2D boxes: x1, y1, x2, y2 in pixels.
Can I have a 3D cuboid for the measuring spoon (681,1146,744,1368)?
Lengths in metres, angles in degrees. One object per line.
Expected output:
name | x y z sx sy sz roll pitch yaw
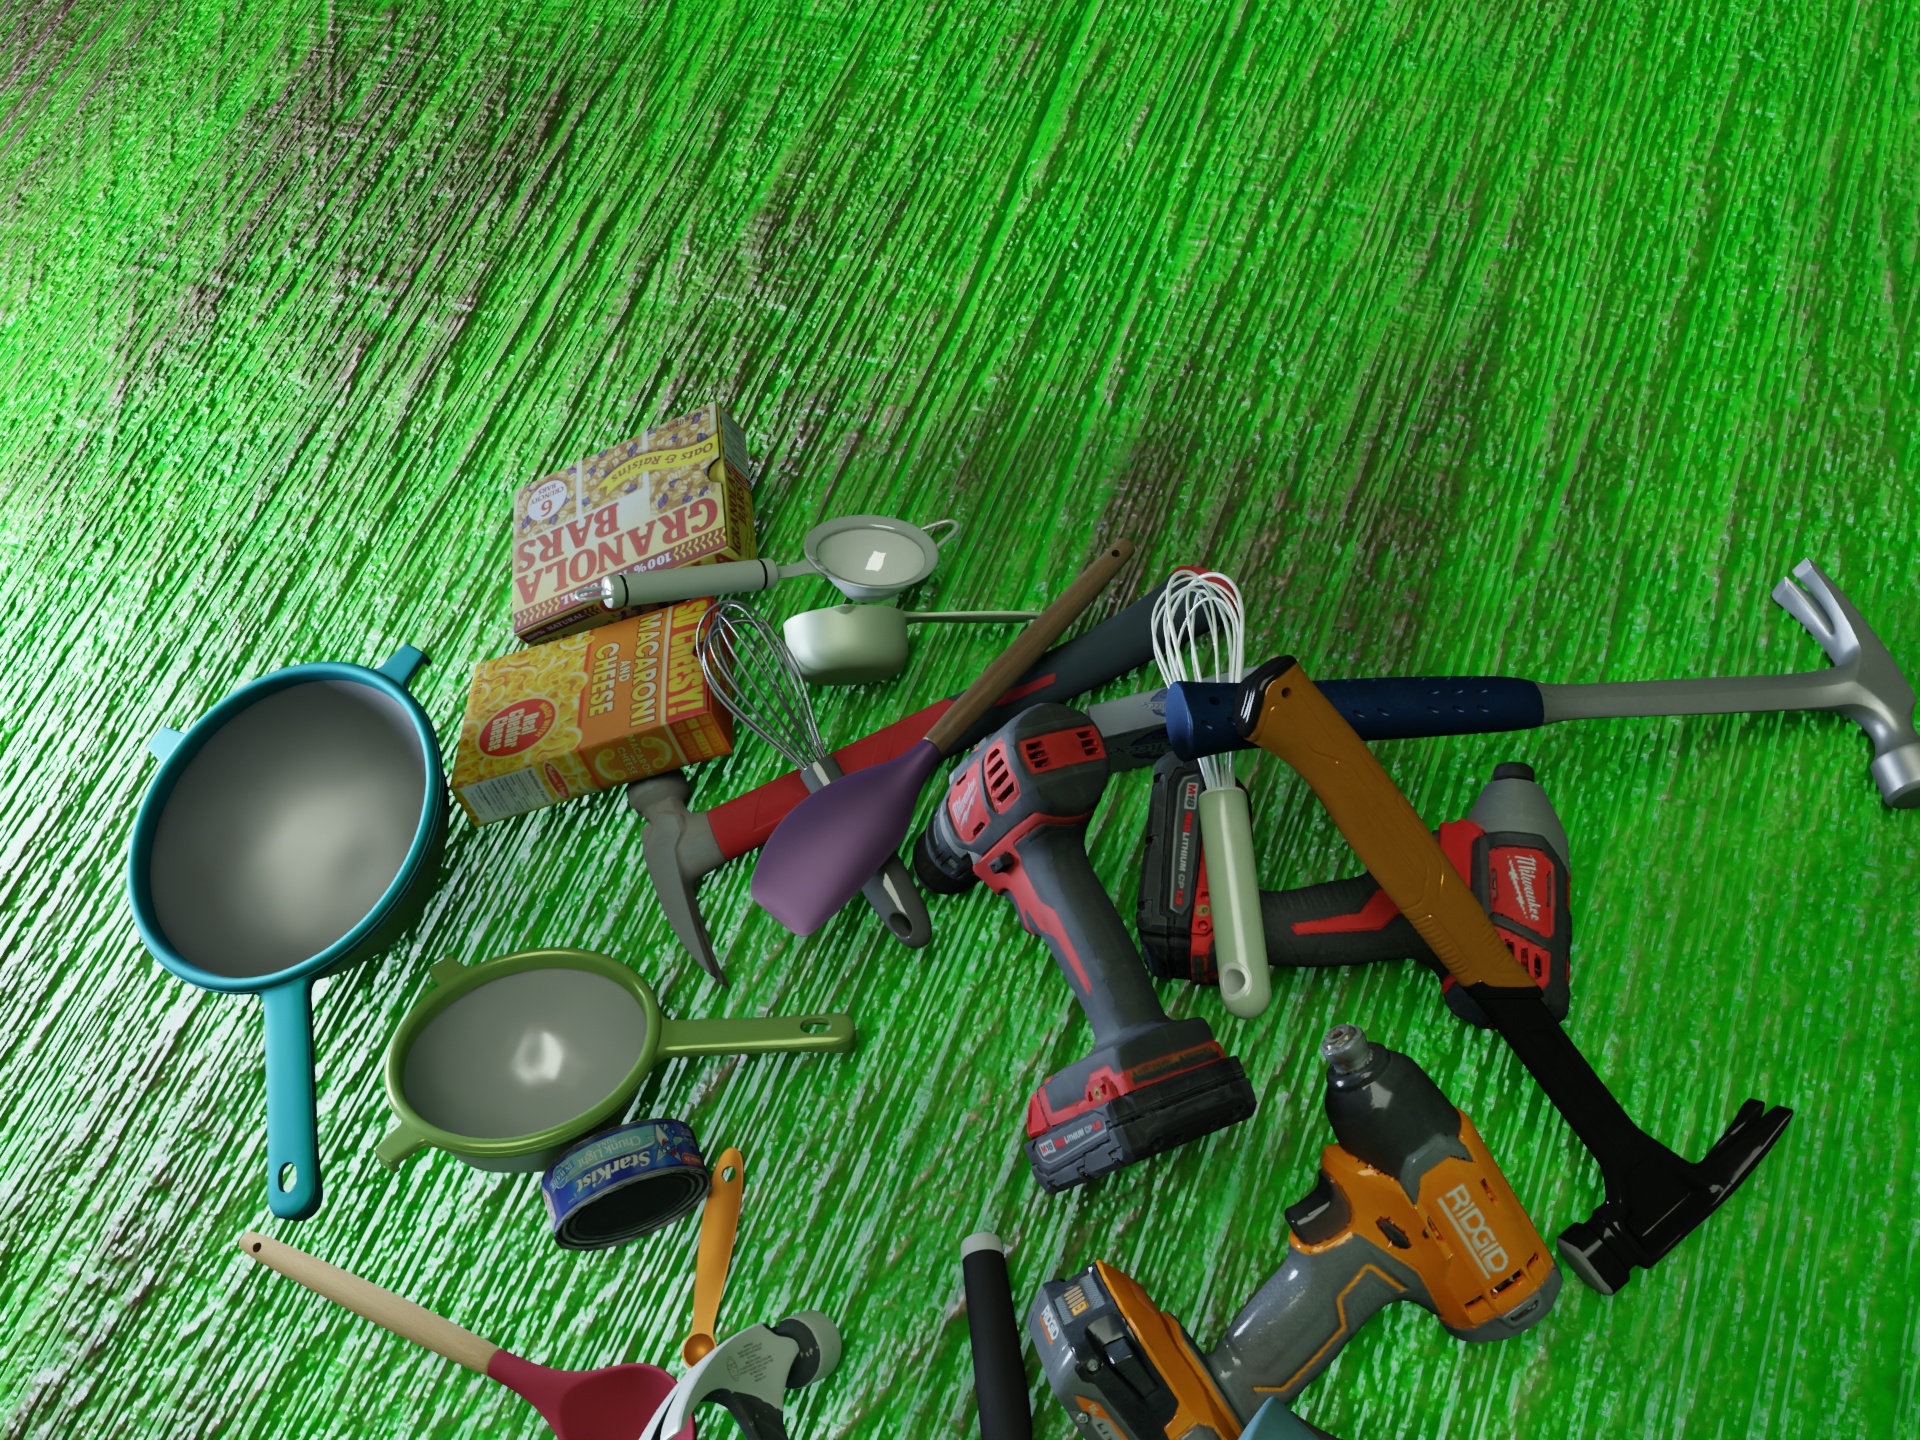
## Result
measuring spoon | -0.132 0.291 0.862 0.021 0.011 0.117 -1 60 13

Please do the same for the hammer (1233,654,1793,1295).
hammer | 0.250 0.104 0.758 0.127 0.034 0.337 -38 92 -7

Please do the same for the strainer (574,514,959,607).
strainer | -0.114 -0.090 0.981 0.258 0.050 0.087 -10 40 -32

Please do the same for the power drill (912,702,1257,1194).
power drill | 0.046 0.122 0.831 0.080 0.188 0.227 -12 71 -27

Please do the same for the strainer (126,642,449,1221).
strainer | -0.380 0.131 0.955 0.211 0.095 0.341 -18 63 8

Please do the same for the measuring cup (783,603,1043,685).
measuring cup | -0.024 -0.046 0.980 0.167 0.083 0.038 -3 80 -4

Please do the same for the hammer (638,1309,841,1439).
hammer | -0.016 0.460 0.692 0.036 0.149 0.409 -39 67 16

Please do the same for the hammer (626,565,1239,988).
hammer | -0.005 0.019 0.952 0.386 0.038 0.143 -25 62 0

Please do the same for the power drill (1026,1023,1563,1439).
power drill | 0.147 0.254 0.735 0.226 0.084 0.164 -33 101 -4

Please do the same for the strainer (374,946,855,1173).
strainer | -0.186 0.198 0.893 0.256 0.069 0.152 -3 35 -3

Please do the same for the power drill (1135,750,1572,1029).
power drill | 0.210 0.082 0.848 0.220 0.078 0.143 5 65 13

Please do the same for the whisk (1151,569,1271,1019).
whisk | 0.134 0.032 0.821 0.058 0.059 0.246 -22 61 38

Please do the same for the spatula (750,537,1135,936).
spatula | -0.001 -0.003 0.909 0.060 0.018 0.316 38 67 15

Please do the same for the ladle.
ladle | -0.273 0.339 0.861 0.315 0.031 0.069 15 66 22

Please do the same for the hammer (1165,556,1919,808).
hammer | 0.304 -0.014 0.823 0.405 0.035 0.144 -2 59 -10

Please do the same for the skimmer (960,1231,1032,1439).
skimmer | 0.019 0.378 0.679 0.127 0.090 0.364 -23 43 13

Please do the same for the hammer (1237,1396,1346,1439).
hammer | 0.269 0.345 0.647 0.331 0.033 0.128 17 43 2

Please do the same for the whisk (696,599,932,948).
whisk | -0.084 0.030 0.914 0.055 0.055 0.239 -32 74 -4
